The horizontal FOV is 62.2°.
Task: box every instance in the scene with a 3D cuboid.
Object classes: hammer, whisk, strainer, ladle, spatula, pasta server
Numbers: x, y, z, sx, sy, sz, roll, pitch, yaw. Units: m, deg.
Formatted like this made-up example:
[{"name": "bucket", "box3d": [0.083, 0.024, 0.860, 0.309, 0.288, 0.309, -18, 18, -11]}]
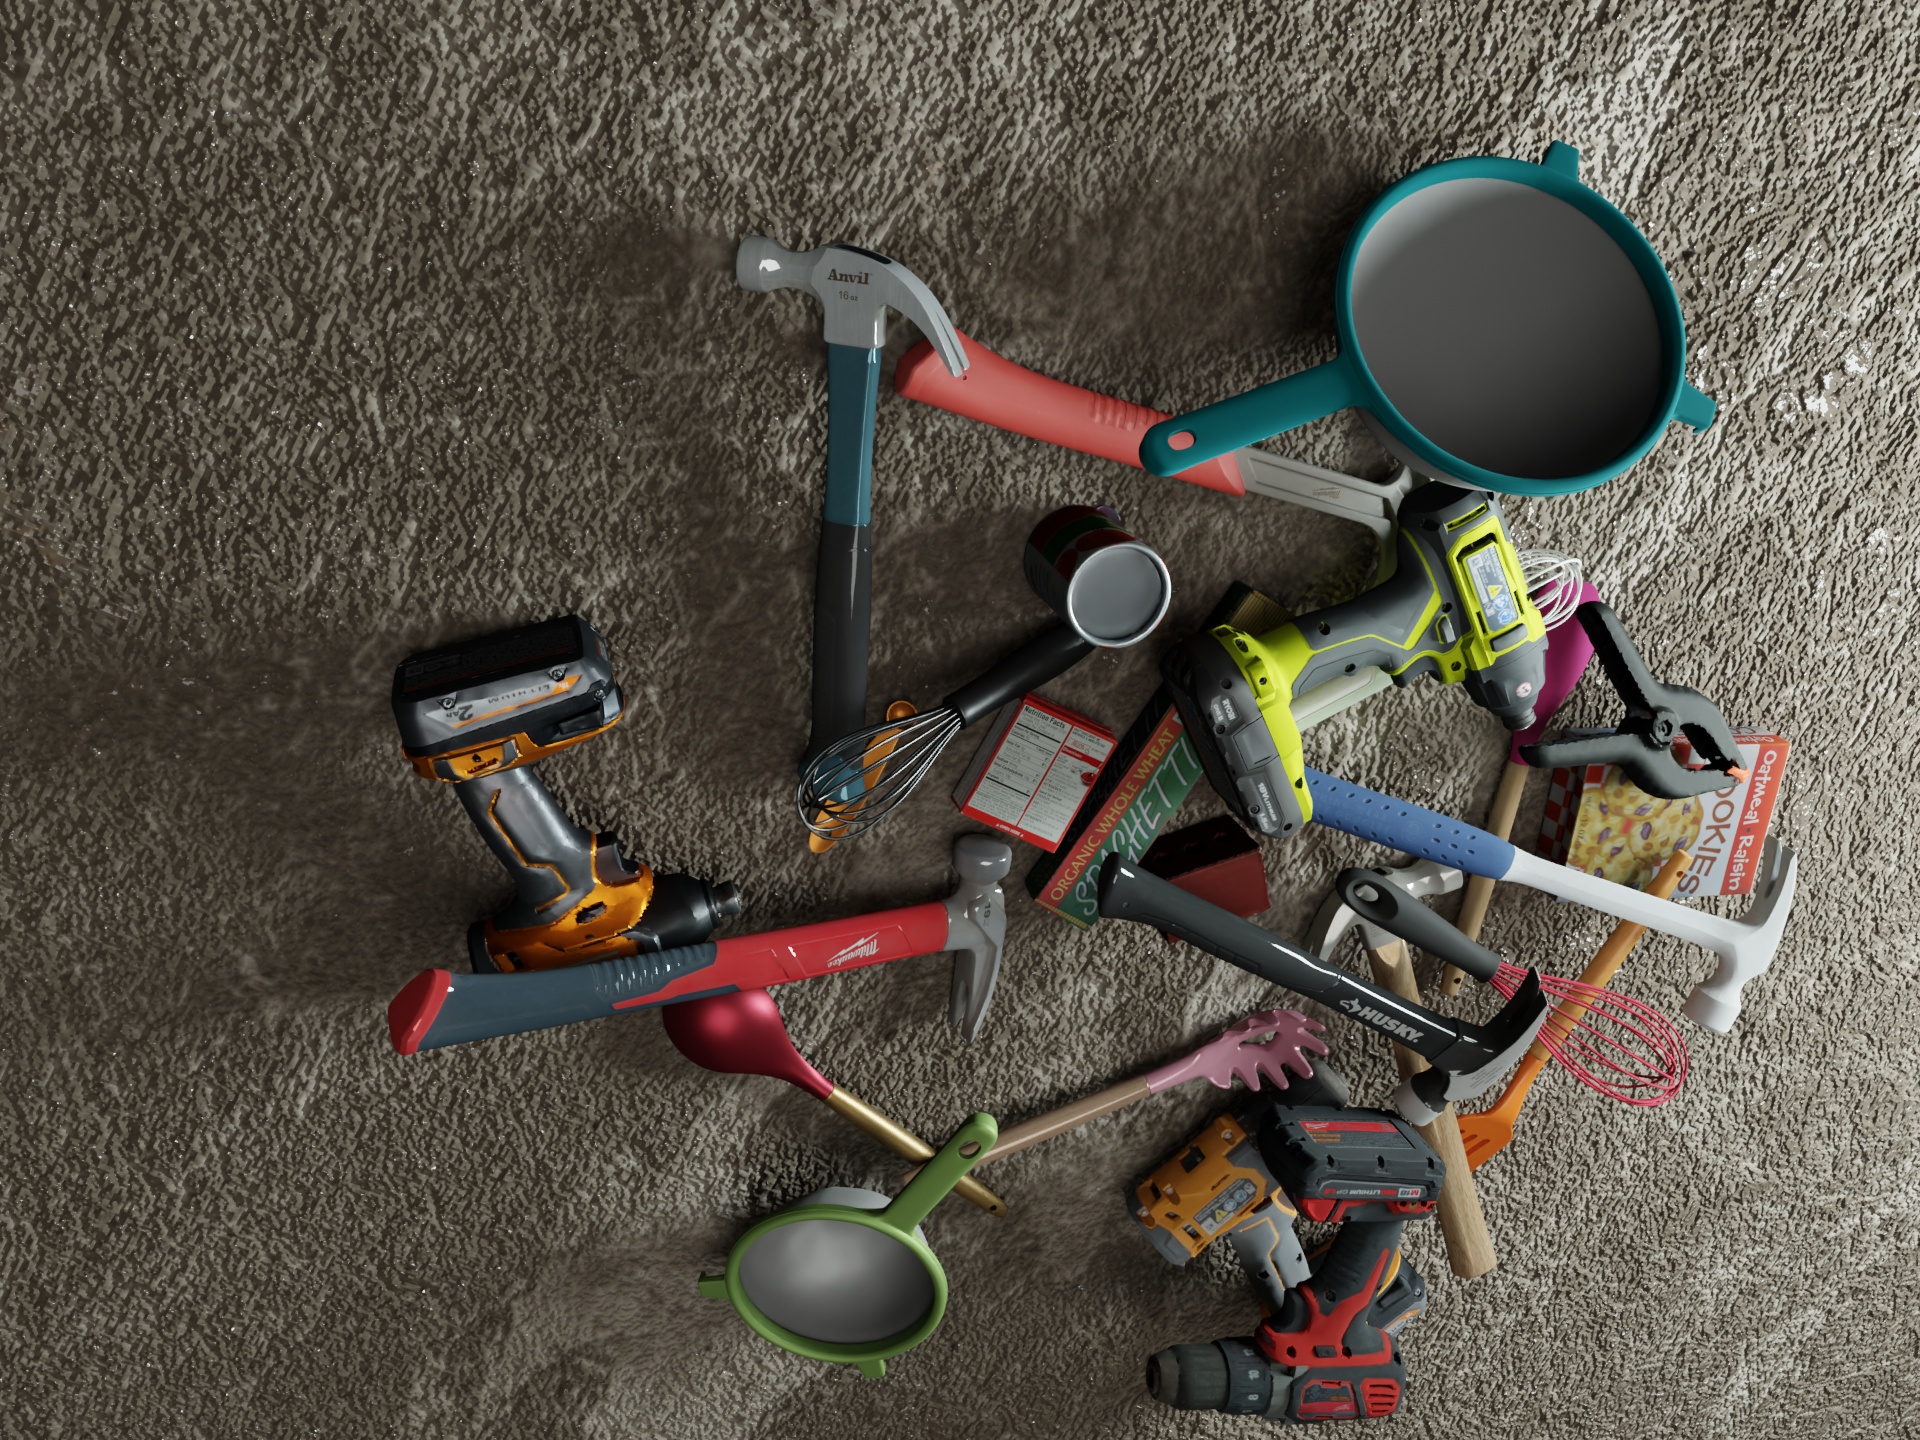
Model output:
[{"name": "hammer", "box3d": [0.130, -0.156, 0.966, 0.359, 0.037, 0.149, 12, 107, -20]}, {"name": "hammer", "box3d": [0.388, 0.096, 1.097, 0.405, 0.035, 0.144, 19, 105, -10]}, {"name": "whisk", "box3d": [0.300, -0.046, 1.053, 0.246, 0.058, 0.059, -28, 158, 1]}, {"name": "whisk", "box3d": [0.385, 0.182, 1.112, 0.295, 0.073, 0.073, 31, 101, -7]}, {"name": "strainer", "box3d": [0.249, -0.194, 0.927, 0.340, 0.095, 0.211, -21, 80, -12]}, {"name": "ladle", "box3d": [-0.075, 0.265, 1.084, 0.069, 0.031, 0.315, -46, 117, 5]}, {"name": "hammer", "box3d": [0.231, 0.164, 1.046, 0.334, 0.035, 0.146, 27, 125, -18]}, {"name": "hammer", "box3d": [0.335, 0.263, 1.163, 0.130, 0.031, 0.331, -19, 104, -5]}, {"name": "hammer", "box3d": [-0.068, -0.103, 0.917, 0.128, 0.033, 0.330, 10, 116, 11]}, {"name": "strainer", "box3d": [-0.053, 0.329, 1.069, 0.151, 0.069, 0.256, 32, 116, -13]}, {"name": "whisk", "box3d": [-0.001, -0.002, 0.954, 0.239, 0.055, 0.055, -33, 118, -24]}, {"name": "hammer", "box3d": [-0.142, 0.161, 0.957, 0.386, 0.038, 0.143, -6, 115, -32]}, {"name": "spatula", "box3d": [0.440, 0.225, 1.188, 0.081, 0.041, 0.322, 23, 108, -20]}, {"name": "pasta server", "box3d": [0.109, 0.271, 1.119, 0.316, 0.040, 0.060, -19, 118, -11]}]

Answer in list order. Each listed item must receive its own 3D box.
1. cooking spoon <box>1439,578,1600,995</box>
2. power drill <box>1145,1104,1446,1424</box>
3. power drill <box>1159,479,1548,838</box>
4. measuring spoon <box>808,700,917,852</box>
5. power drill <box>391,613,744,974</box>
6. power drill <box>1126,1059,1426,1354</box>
[{"name": "cooking spoon", "box3d": [0.391, 0.053, 1.132, 0.068, 0.017, 0.318, 5, 109, -16]}, {"name": "power drill", "box3d": [0.234, 0.390, 1.114, 0.188, 0.080, 0.226, 5, 104, -13]}, {"name": "power drill", "box3d": [0.253, -0.028, 0.989, 0.223, 0.080, 0.171, -28, 113, -2]}, {"name": "measuring spoon", "box3d": [-0.062, 0.036, 1.004, 0.021, 0.011, 0.117, 33, 103, -1]}, {"name": "power drill", "box3d": [-0.225, 0.059, 0.931, 0.164, 0.084, 0.226, -15, 119, -10]}, {"name": "power drill", "box3d": [0.257, 0.372, 1.191, 0.185, 0.084, 0.226, -42, 111, 1]}]
